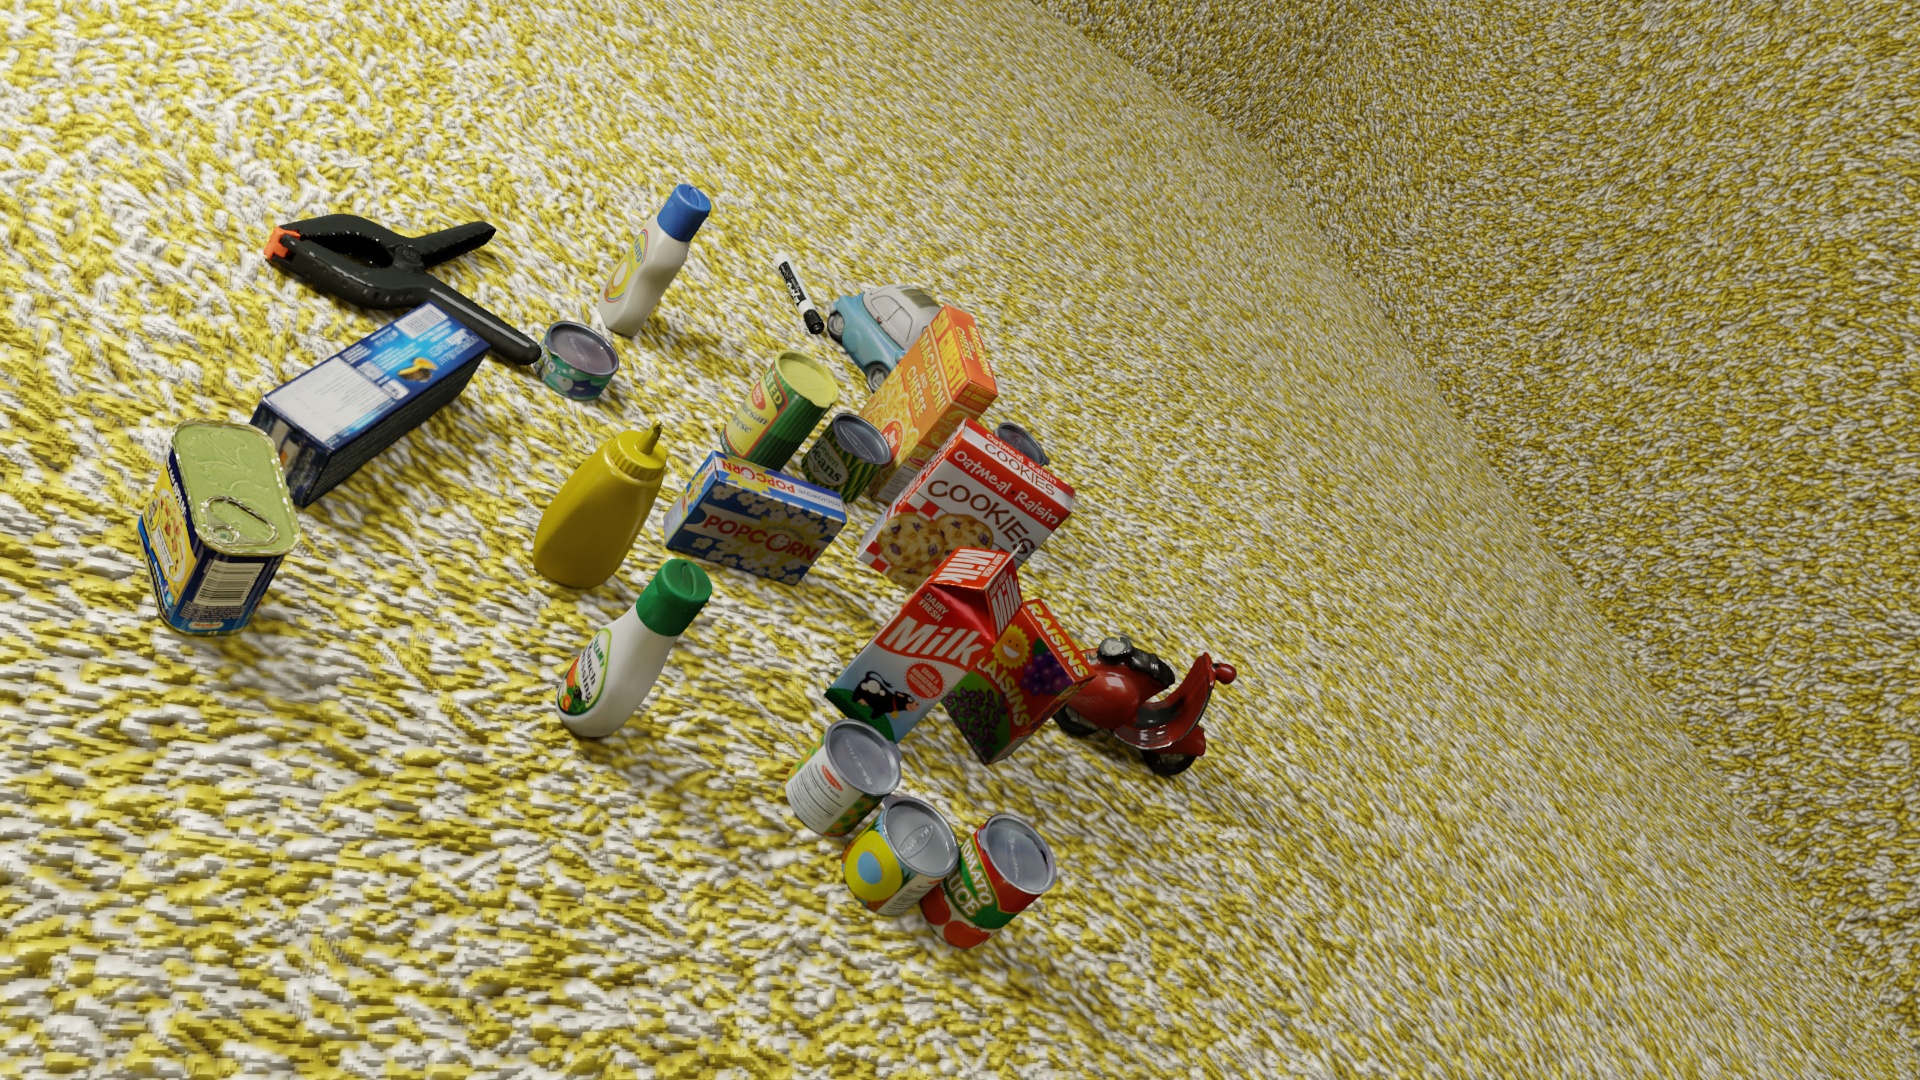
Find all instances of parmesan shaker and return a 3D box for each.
[{"bbox_3d":[-0.164,-0.111,1.252,0.071,0.102,0.072,30,32,-21],"label":"parmesan shaker"}]

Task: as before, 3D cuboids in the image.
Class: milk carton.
[{"bbox_3d":[-0.018,0.075,1.096,0.073,0.189,0.073,42,30,-1],"label":"milk carton"}]

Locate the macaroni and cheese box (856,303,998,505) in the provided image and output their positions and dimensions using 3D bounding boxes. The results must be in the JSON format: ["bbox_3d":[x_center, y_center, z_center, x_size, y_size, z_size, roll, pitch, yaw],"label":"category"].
[{"bbox_3d":[-0.036,-0.131,1.364,0.040,0.165,0.124,21,36,-32],"label":"macaroni and cheese box"}]

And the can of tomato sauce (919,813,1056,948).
[{"bbox_3d":[0.018,0.251,1.019,0.071,0.082,0.071,30,32,-21],"label":"can of tomato sauce"}]

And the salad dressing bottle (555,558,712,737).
[{"bbox_3d":[-0.215,0.071,0.915,0.044,0.147,0.064,19,37,-35],"label":"salad dressing bottle"}]

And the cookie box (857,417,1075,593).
[{"bbox_3d":[0.005,-0.016,1.262,0.123,0.166,0.040,33,31,-16],"label":"cookie box"}]

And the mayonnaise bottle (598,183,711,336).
[{"bbox_3d":[-0.278,-0.257,1.261,0.041,0.147,0.065,17,38,-37],"label":"mayonnaise bottle"}]

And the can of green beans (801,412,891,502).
[{"bbox_3d":[-0.109,-0.078,1.319,0.071,0.057,0.071,30,32,-21],"label":"can of green beans"}]

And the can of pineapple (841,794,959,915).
[{"bbox_3d":[-0.045,0.226,1.003,0.071,0.057,0.071,30,32,-21],"label":"can of pineapple"}]

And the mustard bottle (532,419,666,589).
[{"bbox_3d":[-0.249,-0.032,0.994,0.065,0.159,0.049,26,33,-26],"label":"mustard bottle"}]

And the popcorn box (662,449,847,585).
[{"bbox_3d":[-0.168,-0.017,1.143,0.127,0.085,0.038,19,37,-34],"label":"popcorn box"}]

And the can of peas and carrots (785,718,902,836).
[{"bbox_3d":[-0.085,0.174,1.022,0.071,0.058,0.071,30,32,-21],"label":"can of peas and carrots"}]

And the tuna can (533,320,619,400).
[{"bbox_3d":[-0.330,-0.153,1.182,0.071,0.032,0.071,30,32,-21],"label":"tuna can"}]

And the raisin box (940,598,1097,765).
[{"bbox_3d":[0.045,0.120,1.179,0.040,0.123,0.086,-7,56,-53],"label":"raisin box"}]

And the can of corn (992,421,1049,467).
[{"bbox_3d":[0.052,-0.084,1.515,0.071,0.058,0.071,30,32,-21],"label":"can of corn"}]
